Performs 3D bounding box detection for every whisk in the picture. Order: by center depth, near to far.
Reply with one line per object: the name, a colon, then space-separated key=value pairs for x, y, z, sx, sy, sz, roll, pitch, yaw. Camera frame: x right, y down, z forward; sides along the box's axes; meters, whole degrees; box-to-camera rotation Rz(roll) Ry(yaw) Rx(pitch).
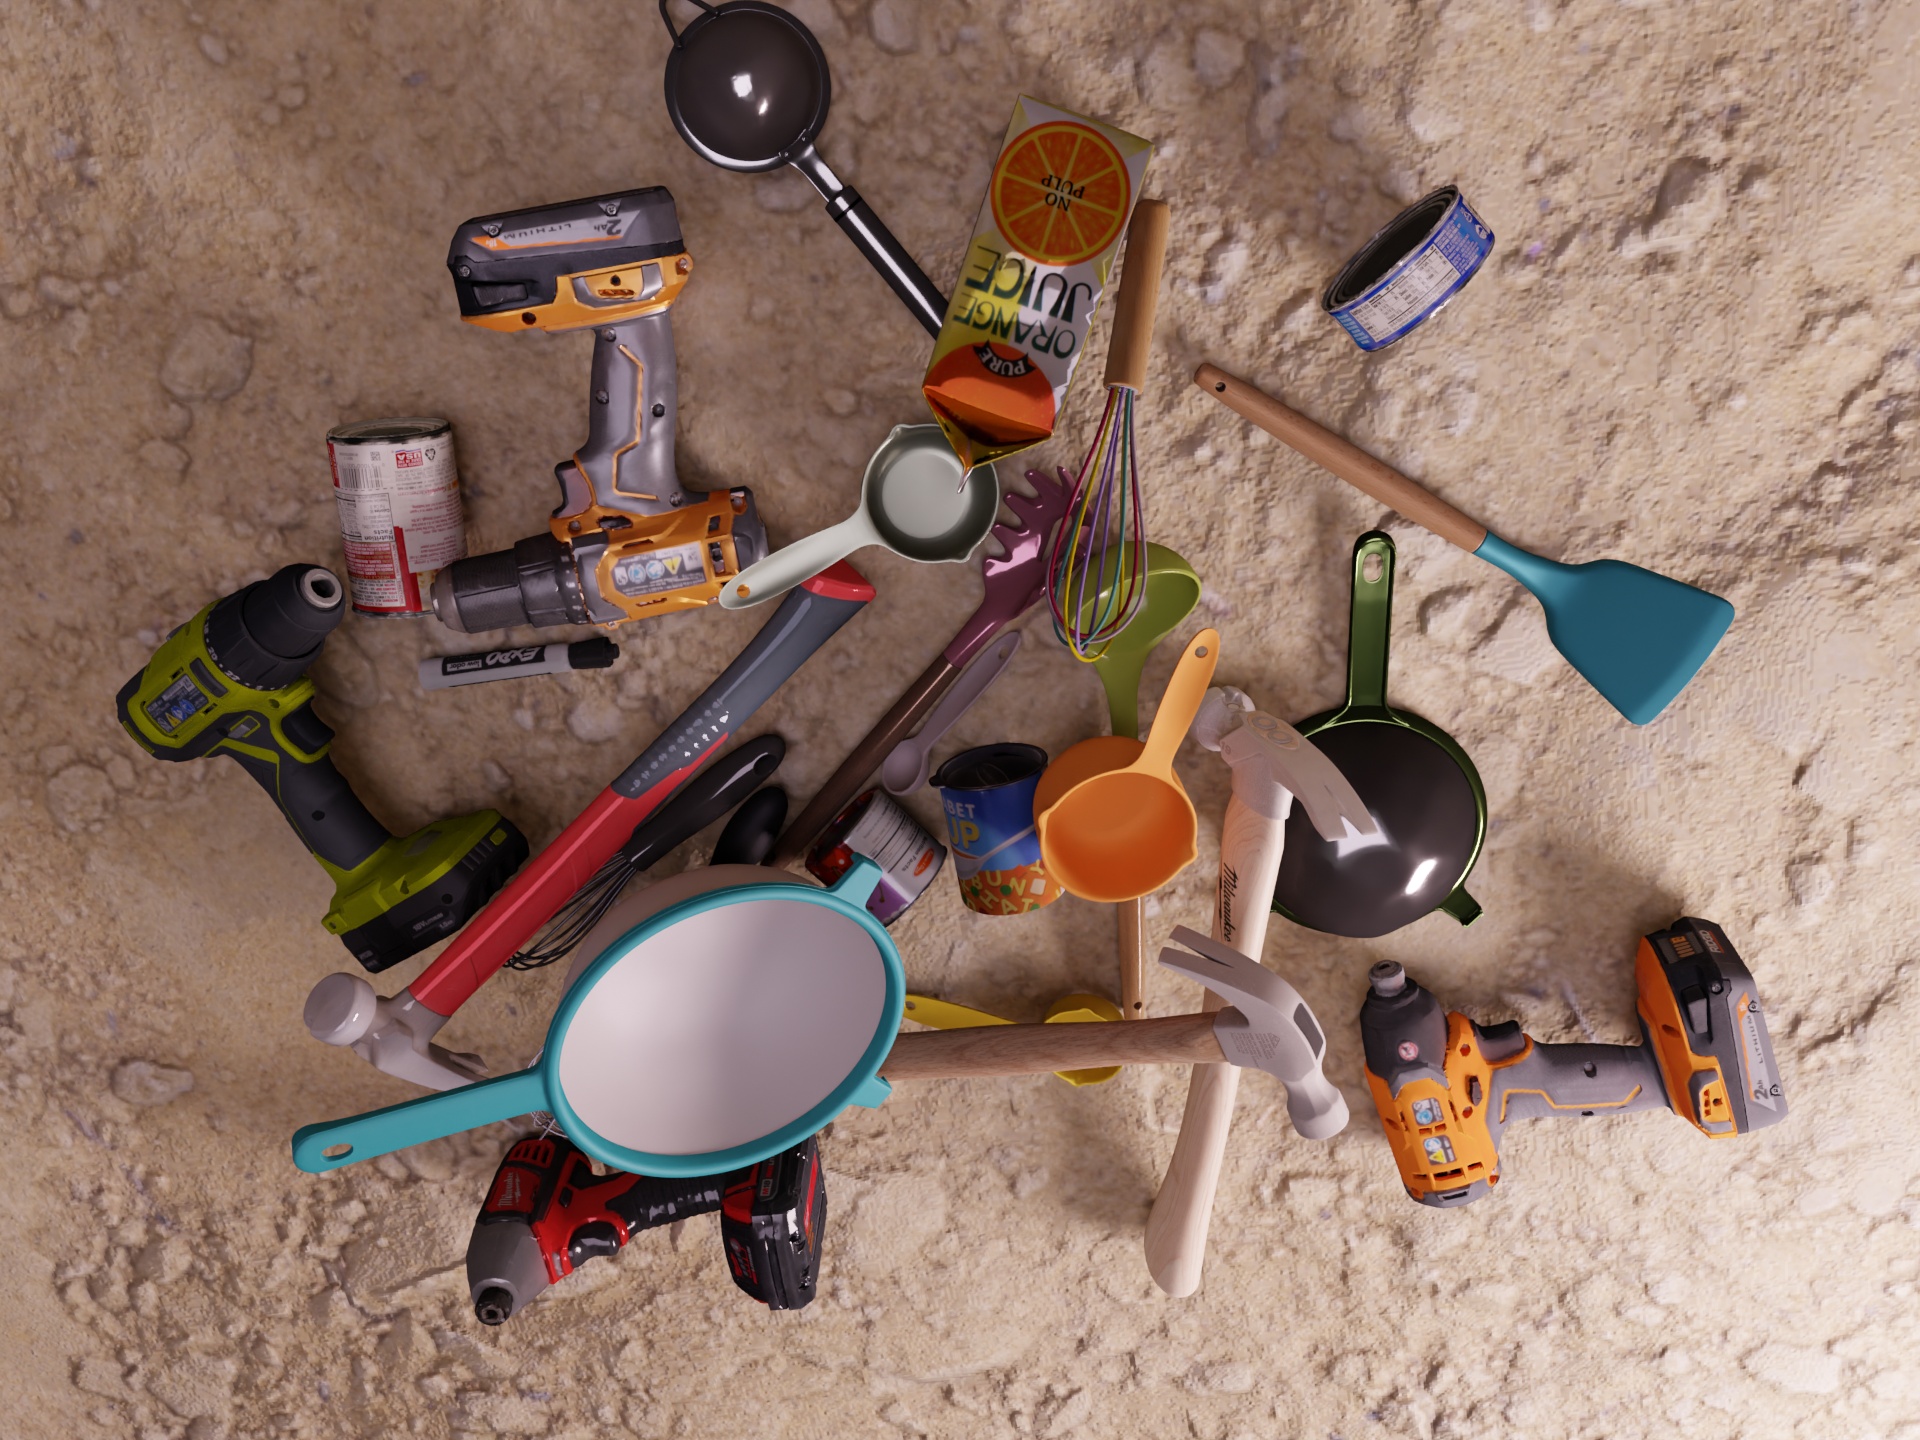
whisk: x=0.083 y=-0.151 z=0.835 sx=0.047 sy=0.051 sz=0.245 roll=11 pitch=87 yaw=-23
whisk: x=-0.202 y=0.080 z=0.977 sx=0.239 sy=0.055 sz=0.055 roll=-37 pitch=104 yaw=11
whisk: x=-0.190 y=0.154 z=0.999 sx=0.070 sy=0.070 sz=0.284 roll=34 pitch=103 yaw=-9

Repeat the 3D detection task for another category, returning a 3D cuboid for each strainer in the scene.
strainer: x=-0.066 y=-0.280 z=0.836 sx=0.087 sy=0.050 sz=0.258 roll=-42 pitch=106 yaw=2
strainer: x=-0.204 y=0.172 z=0.910 sx=0.340 sy=0.095 sz=0.210 roll=-13 pitch=126 yaw=-18
strainer: x=0.235 y=0.023 z=0.910 sx=0.151 sy=0.069 sz=0.256 roll=-1 pitch=112 yaw=4

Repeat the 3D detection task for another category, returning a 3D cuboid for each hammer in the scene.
hammer: x=-0.188 y=0.059 z=0.916 sx=0.386 sy=0.038 sz=0.143 roll=-45 pitch=145 yaw=-2
hammer: x=0.052 y=0.191 z=0.936 sx=0.331 sy=0.031 sz=0.130 roll=-11 pitch=115 yaw=34
hammer: x=0.160 y=0.192 z=0.949 sx=0.038 sy=0.146 sz=0.410 roll=-6 pitch=119 yaw=-20

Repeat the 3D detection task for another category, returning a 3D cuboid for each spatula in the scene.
spatula: x=0.266 y=-0.110 z=0.872 sx=0.317 sy=0.044 sz=0.082 roll=29 pitch=112 yaw=-6

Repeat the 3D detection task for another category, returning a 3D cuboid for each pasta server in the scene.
pasta server: x=-0.026 y=-0.018 z=0.930 sx=0.316 sy=0.060 sz=0.040 roll=-48 pitch=146 yaw=20

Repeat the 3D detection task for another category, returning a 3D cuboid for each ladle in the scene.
ladle: x=0.103 y=0.047 z=0.937 sx=0.078 sy=0.062 sz=0.320 roll=-10 pitch=114 yaw=-14

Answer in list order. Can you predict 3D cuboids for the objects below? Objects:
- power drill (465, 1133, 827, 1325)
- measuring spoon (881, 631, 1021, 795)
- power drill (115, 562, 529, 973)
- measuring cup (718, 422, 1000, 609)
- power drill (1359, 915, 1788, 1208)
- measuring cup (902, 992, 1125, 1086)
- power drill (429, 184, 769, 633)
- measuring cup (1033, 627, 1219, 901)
power drill: x=-0.202 y=0.321 z=1.014 sx=0.219 sy=0.143 sz=0.078 roll=-6 pitch=112 yaw=4
measuring spoon: x=-0.001 y=-0.003 z=0.944 sx=0.018 sy=0.034 sz=0.124 roll=28 pitch=109 yaw=-44
power drill: x=-0.364 y=0.025 z=0.926 sx=0.190 sy=0.080 sz=0.228 roll=-27 pitch=108 yaw=35
measuring cup: x=-0.058 y=-0.104 z=0.880 sx=0.167 sy=0.038 sz=0.083 roll=-28 pitch=99 yaw=-2
power drill: x=0.359 y=0.196 z=0.962 sx=0.226 sy=0.084 sz=0.164 roll=-18 pitch=108 yaw=14
measuring cup: x=0.031 y=0.190 z=1.015 sx=0.156 sy=0.029 sz=0.062 roll=11 pitch=118 yaw=13
power drill: x=-0.211 y=-0.156 z=0.855 sx=0.185 sy=0.084 sz=0.226 roll=-12 pitch=112 yaw=-6
measuring cup: x=0.098 y=0.016 z=0.873 sx=0.095 sy=0.052 sz=0.173 roll=15 pitch=115 yaw=-15
